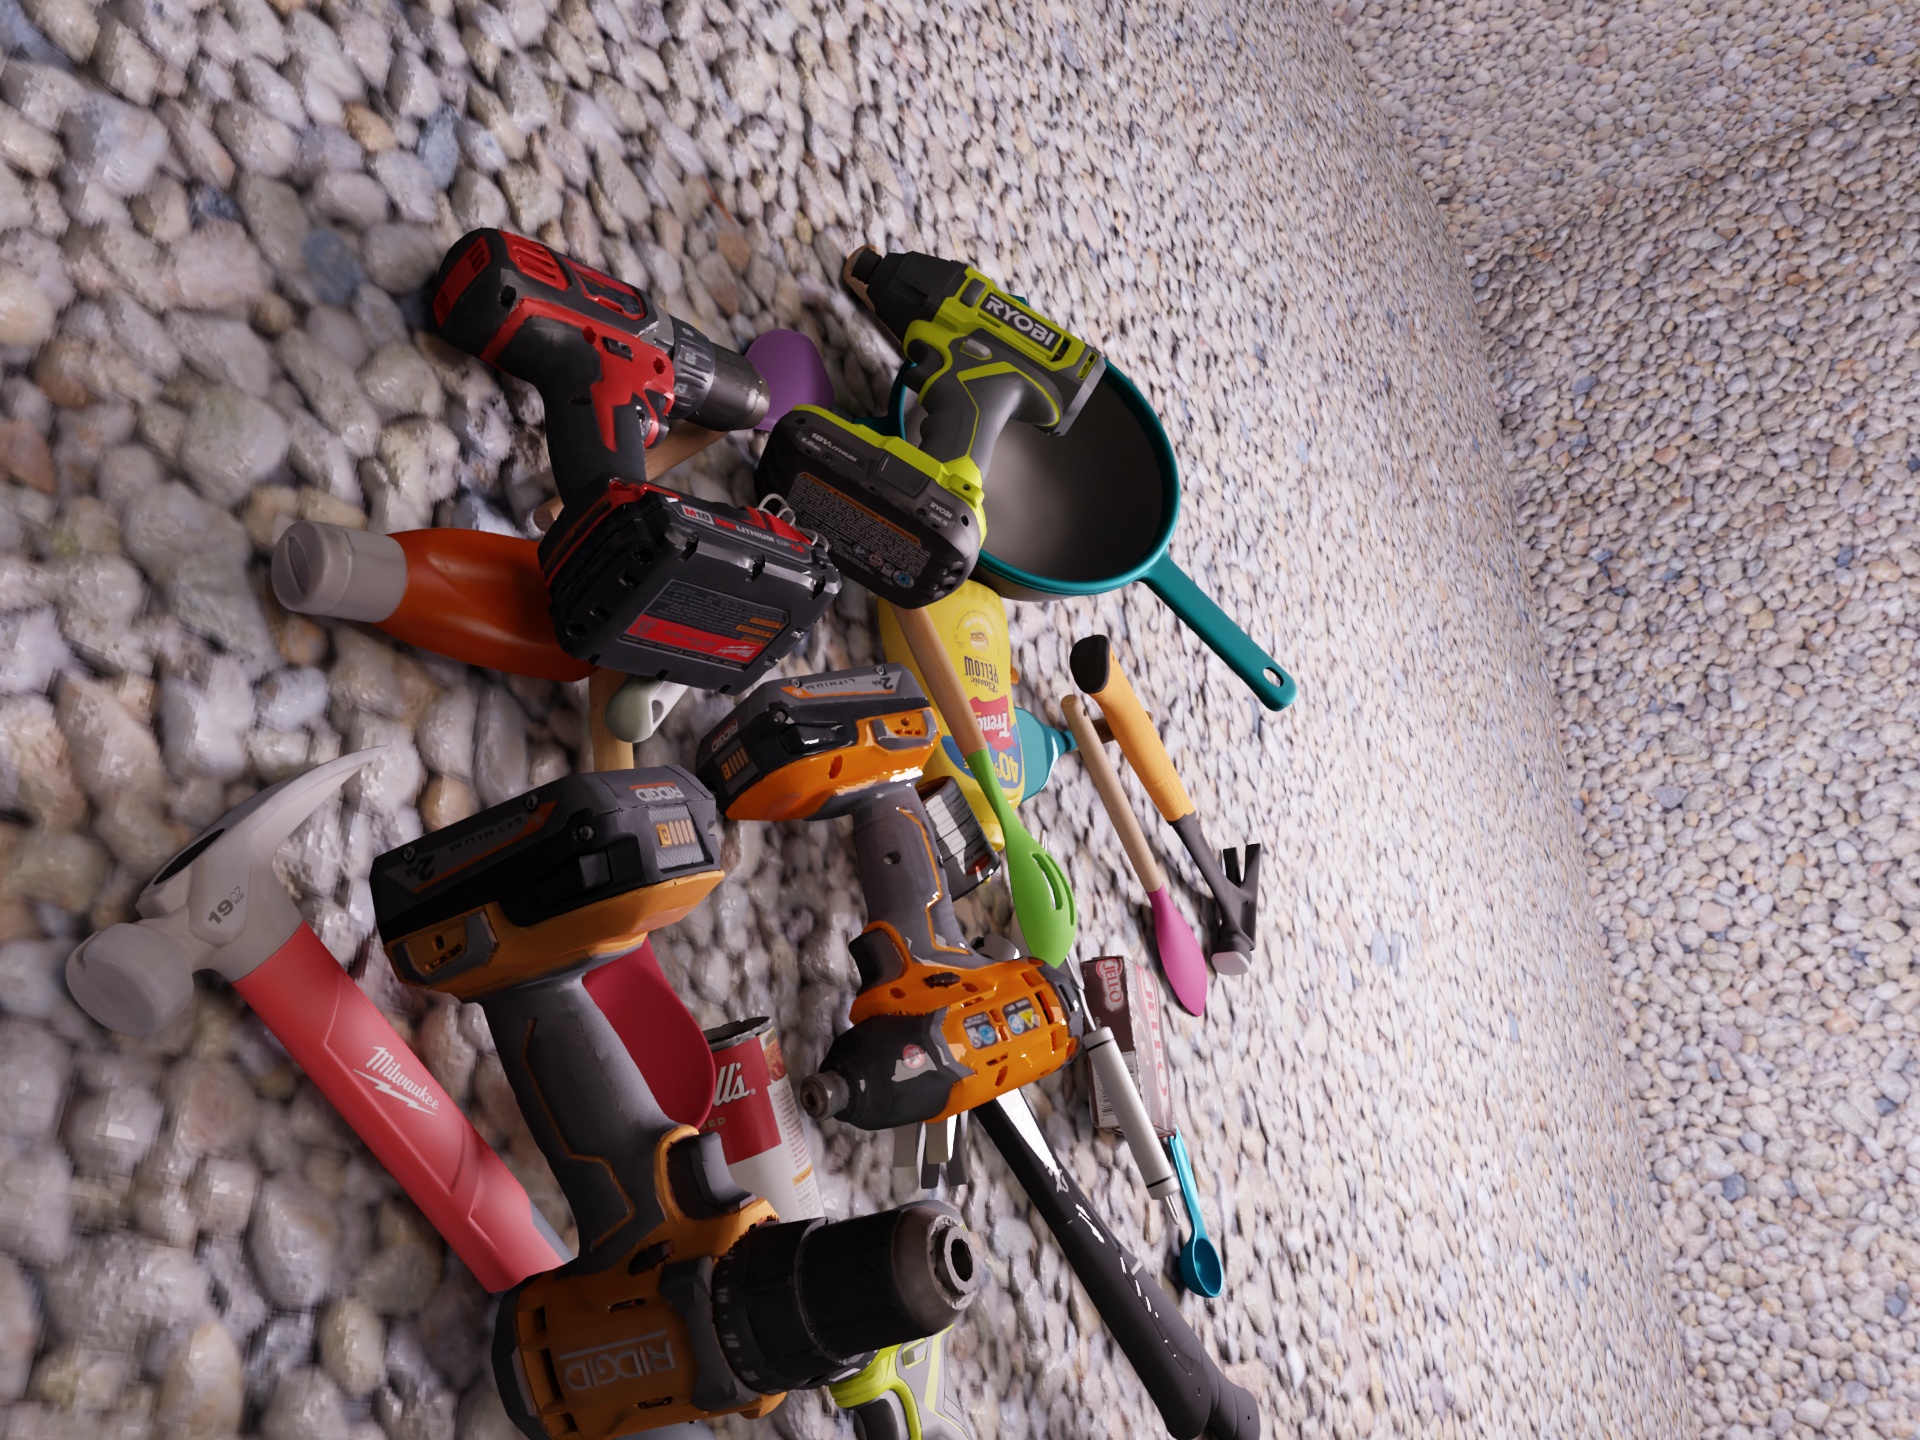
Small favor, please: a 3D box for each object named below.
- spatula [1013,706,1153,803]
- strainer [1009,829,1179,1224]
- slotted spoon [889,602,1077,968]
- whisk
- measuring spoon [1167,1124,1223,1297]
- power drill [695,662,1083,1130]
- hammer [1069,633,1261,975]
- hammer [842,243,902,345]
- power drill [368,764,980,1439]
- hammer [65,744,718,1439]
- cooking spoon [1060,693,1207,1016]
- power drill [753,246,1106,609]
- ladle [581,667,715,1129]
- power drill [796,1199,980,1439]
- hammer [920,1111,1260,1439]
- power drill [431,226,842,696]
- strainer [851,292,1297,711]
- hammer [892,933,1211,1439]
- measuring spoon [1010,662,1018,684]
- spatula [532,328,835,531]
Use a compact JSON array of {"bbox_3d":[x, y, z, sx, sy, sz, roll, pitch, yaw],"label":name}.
[{"bbox_3d":[0.078,0.013,1.159,0.317,0.044,0.082,-11,84,-65],"label":"spatula"},{"bbox_3d":[0.082,0.195,1.008,0.086,0.050,0.259,50,15,-73],"label":"strainer"},{"bbox_3d":[-0.001,-0.003,0.927,0.314,0.031,0.070,65,17,17],"label":"slotted spoon"},{"bbox_3d":[-0.122,-0.054,0.802,0.246,0.059,0.057,-66,160,-59],"label":"whisk"},{"bbox_3d":[0.156,0.345,1.127,0.042,0.021,0.129,27,44,-50],"label":"measuring spoon"},{"bbox_3d":[-0.046,0.090,0.795,0.164,0.084,0.227,-11,69,-46],"label":"power drill"},{"bbox_3d":[0.164,0.053,1.230,0.336,0.034,0.127,57,34,-38],"label":"hammer"},{"bbox_3d":[0.021,-0.217,1.174,0.331,0.031,0.130,45,40,-39],"label":"hammer"},{"bbox_3d":[-0.103,0.131,0.561,0.084,0.185,0.226,-3,73,-65],"label":"power drill"},{"bbox_3d":[-0.173,0.194,0.631,0.386,0.038,0.143,60,31,-21],"label":"hammer"},{"bbox_3d":[0.134,0.104,1.173,0.318,0.017,0.069,63,30,-33],"label":"cooking spoon"},{"bbox_3d":[-0.025,-0.189,0.961,0.171,0.080,0.223,31,53,-3],"label":"power drill"},{"bbox_3d":[-0.155,0.041,0.715,0.069,0.031,0.316,9,55,-32],"label":"ladle"},{"bbox_3d":[-0.026,0.343,0.720,0.190,0.080,0.229,14,54,-67],"label":"power drill"},{"bbox_3d":[0.095,0.341,1.003,0.408,0.036,0.149,57,34,-25],"label":"hammer"},{"bbox_3d":[-0.139,-0.124,0.754,0.187,0.080,0.227,14,41,-50],"label":"power drill"},{"bbox_3d":[0.082,-0.116,1.077,0.340,0.095,0.211,44,55,-2],"label":"strainer"},{"bbox_3d":[0.064,0.294,0.910,0.334,0.035,0.146,61,33,-22],"label":"hammer"},{"bbox_3d":[0.011,-0.060,1.093,0.116,0.011,0.021,44,41,-40],"label":"measuring spoon"},{"bbox_3d":[-0.144,-0.163,0.884,0.059,0.018,0.316,66,29,-17],"label":"spatula"}]
